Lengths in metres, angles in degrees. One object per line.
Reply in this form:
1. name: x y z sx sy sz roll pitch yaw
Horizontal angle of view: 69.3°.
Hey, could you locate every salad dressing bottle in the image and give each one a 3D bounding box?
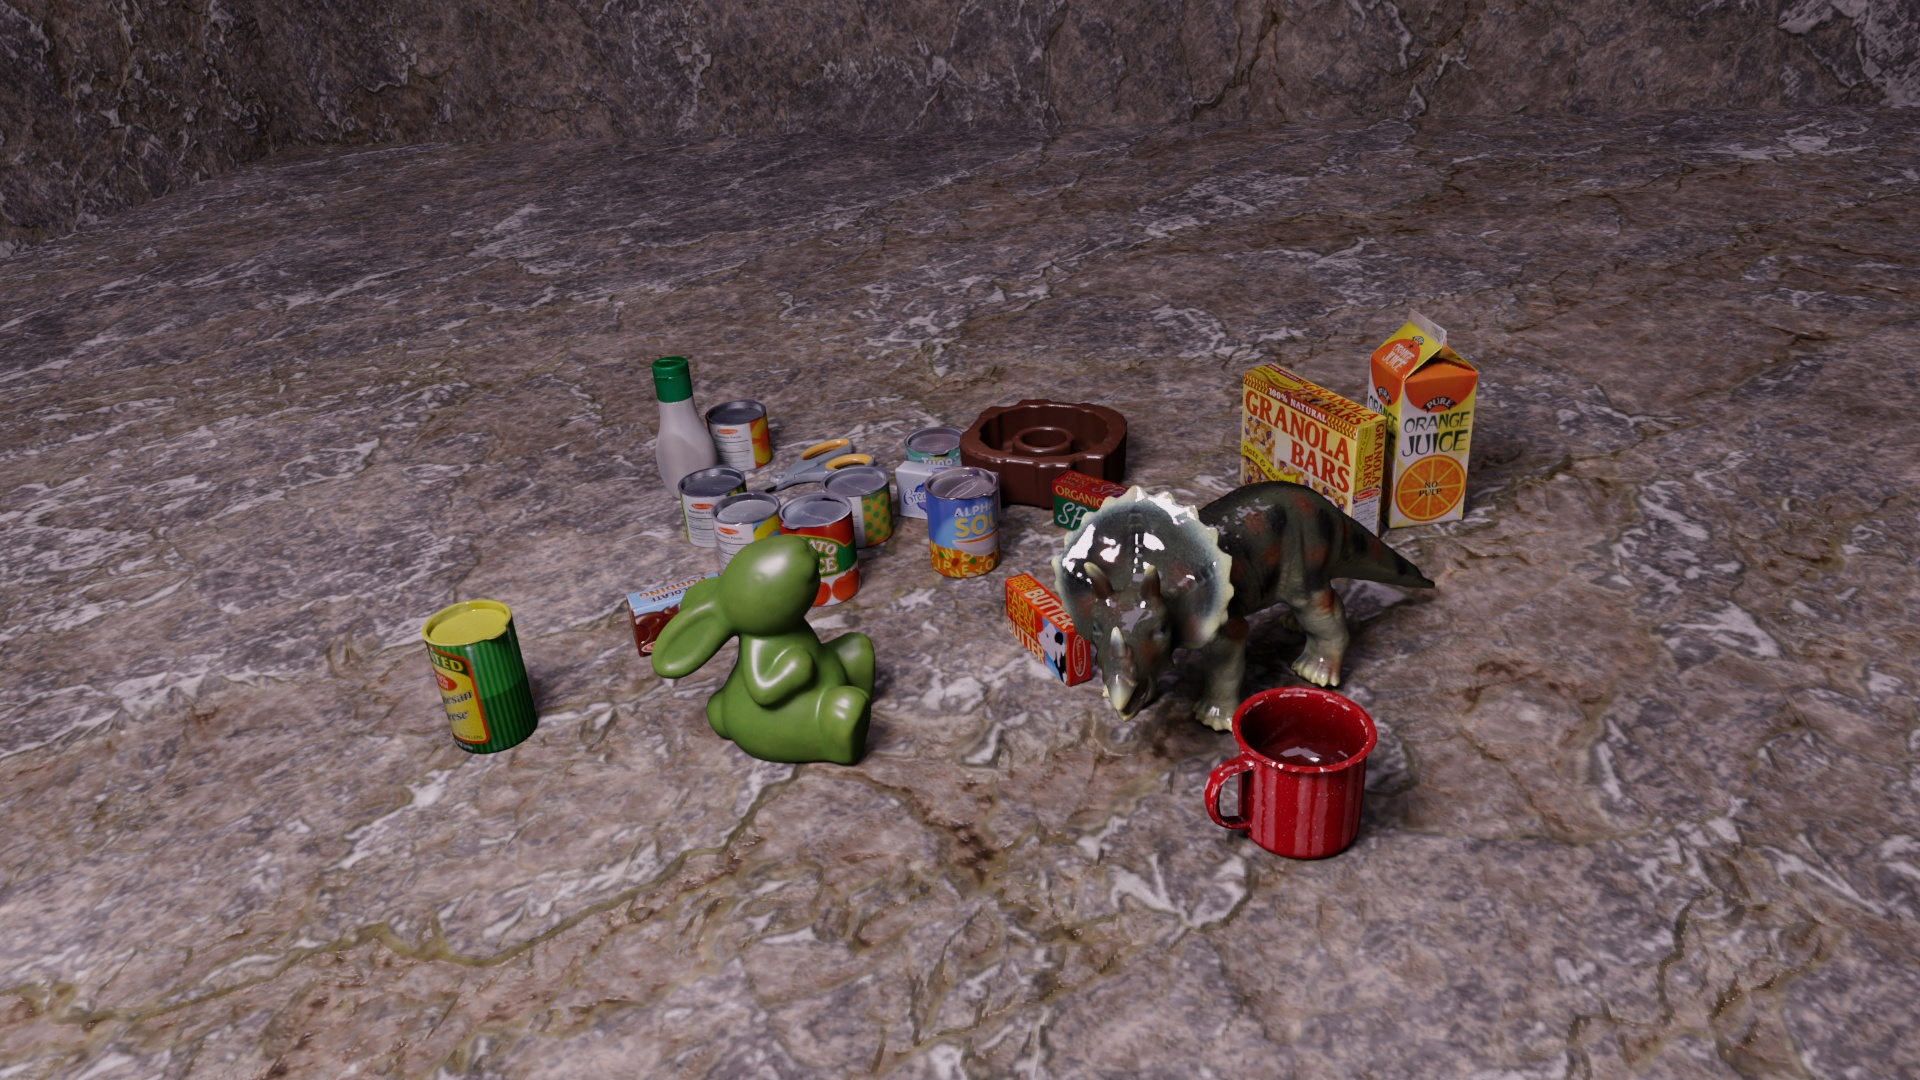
1. salad dressing bottle: -0.288 -0.116 1.435 0.064 0.147 0.044 5 30 18

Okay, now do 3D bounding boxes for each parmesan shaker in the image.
1. parmesan shaker: -0.371 0.107 1.080 0.071 0.102 0.071 -3 28 2

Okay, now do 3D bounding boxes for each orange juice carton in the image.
1. orange juice carton: 0.423 -0.114 1.283 0.073 0.191 0.072 -7 28 -5

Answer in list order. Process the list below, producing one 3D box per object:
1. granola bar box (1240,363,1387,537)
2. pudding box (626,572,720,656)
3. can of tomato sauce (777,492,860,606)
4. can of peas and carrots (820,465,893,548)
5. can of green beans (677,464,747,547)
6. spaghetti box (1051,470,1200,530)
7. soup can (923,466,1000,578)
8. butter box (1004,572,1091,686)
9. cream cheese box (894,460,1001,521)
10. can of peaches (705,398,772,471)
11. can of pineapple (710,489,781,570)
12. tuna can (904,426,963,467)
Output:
1. granola bar box: 0.330 -0.083 1.310 0.039 0.123 0.166 -16 30 -21
2. pudding box: -0.242 0.063 1.199 0.084 0.049 0.030 -15 30 -19
3. can of tomato sauce: -0.127 0.009 1.249 0.071 0.082 0.071 -3 28 2
4. can of peas and carrots: -0.098 -0.034 1.349 0.071 0.058 0.071 -3 28 2
5. can of green beans: -0.241 -0.033 1.369 0.071 0.057 0.071 -3 28 2
6. spaghetti box: 0.188 -0.009 1.273 0.250 0.050 0.029 20 36 37
7. soup can: 0.005 -0.016 1.276 0.071 0.083 0.072 -3 28 2
8. butter box: 0.070 0.071 1.137 0.024 0.053 0.104 -16 31 -21
9. cream cheese box: -0.012 -0.045 1.364 0.104 0.053 0.024 9 31 23
10. can of peaches: -0.241 -0.115 1.522 0.071 0.057 0.071 -3 28 2
11. can of pineapple: -0.198 -0.007 1.315 0.071 0.057 0.071 -3 28 2
12. tuna can: -0.025 -0.092 1.474 0.071 0.032 0.071 -3 28 2
